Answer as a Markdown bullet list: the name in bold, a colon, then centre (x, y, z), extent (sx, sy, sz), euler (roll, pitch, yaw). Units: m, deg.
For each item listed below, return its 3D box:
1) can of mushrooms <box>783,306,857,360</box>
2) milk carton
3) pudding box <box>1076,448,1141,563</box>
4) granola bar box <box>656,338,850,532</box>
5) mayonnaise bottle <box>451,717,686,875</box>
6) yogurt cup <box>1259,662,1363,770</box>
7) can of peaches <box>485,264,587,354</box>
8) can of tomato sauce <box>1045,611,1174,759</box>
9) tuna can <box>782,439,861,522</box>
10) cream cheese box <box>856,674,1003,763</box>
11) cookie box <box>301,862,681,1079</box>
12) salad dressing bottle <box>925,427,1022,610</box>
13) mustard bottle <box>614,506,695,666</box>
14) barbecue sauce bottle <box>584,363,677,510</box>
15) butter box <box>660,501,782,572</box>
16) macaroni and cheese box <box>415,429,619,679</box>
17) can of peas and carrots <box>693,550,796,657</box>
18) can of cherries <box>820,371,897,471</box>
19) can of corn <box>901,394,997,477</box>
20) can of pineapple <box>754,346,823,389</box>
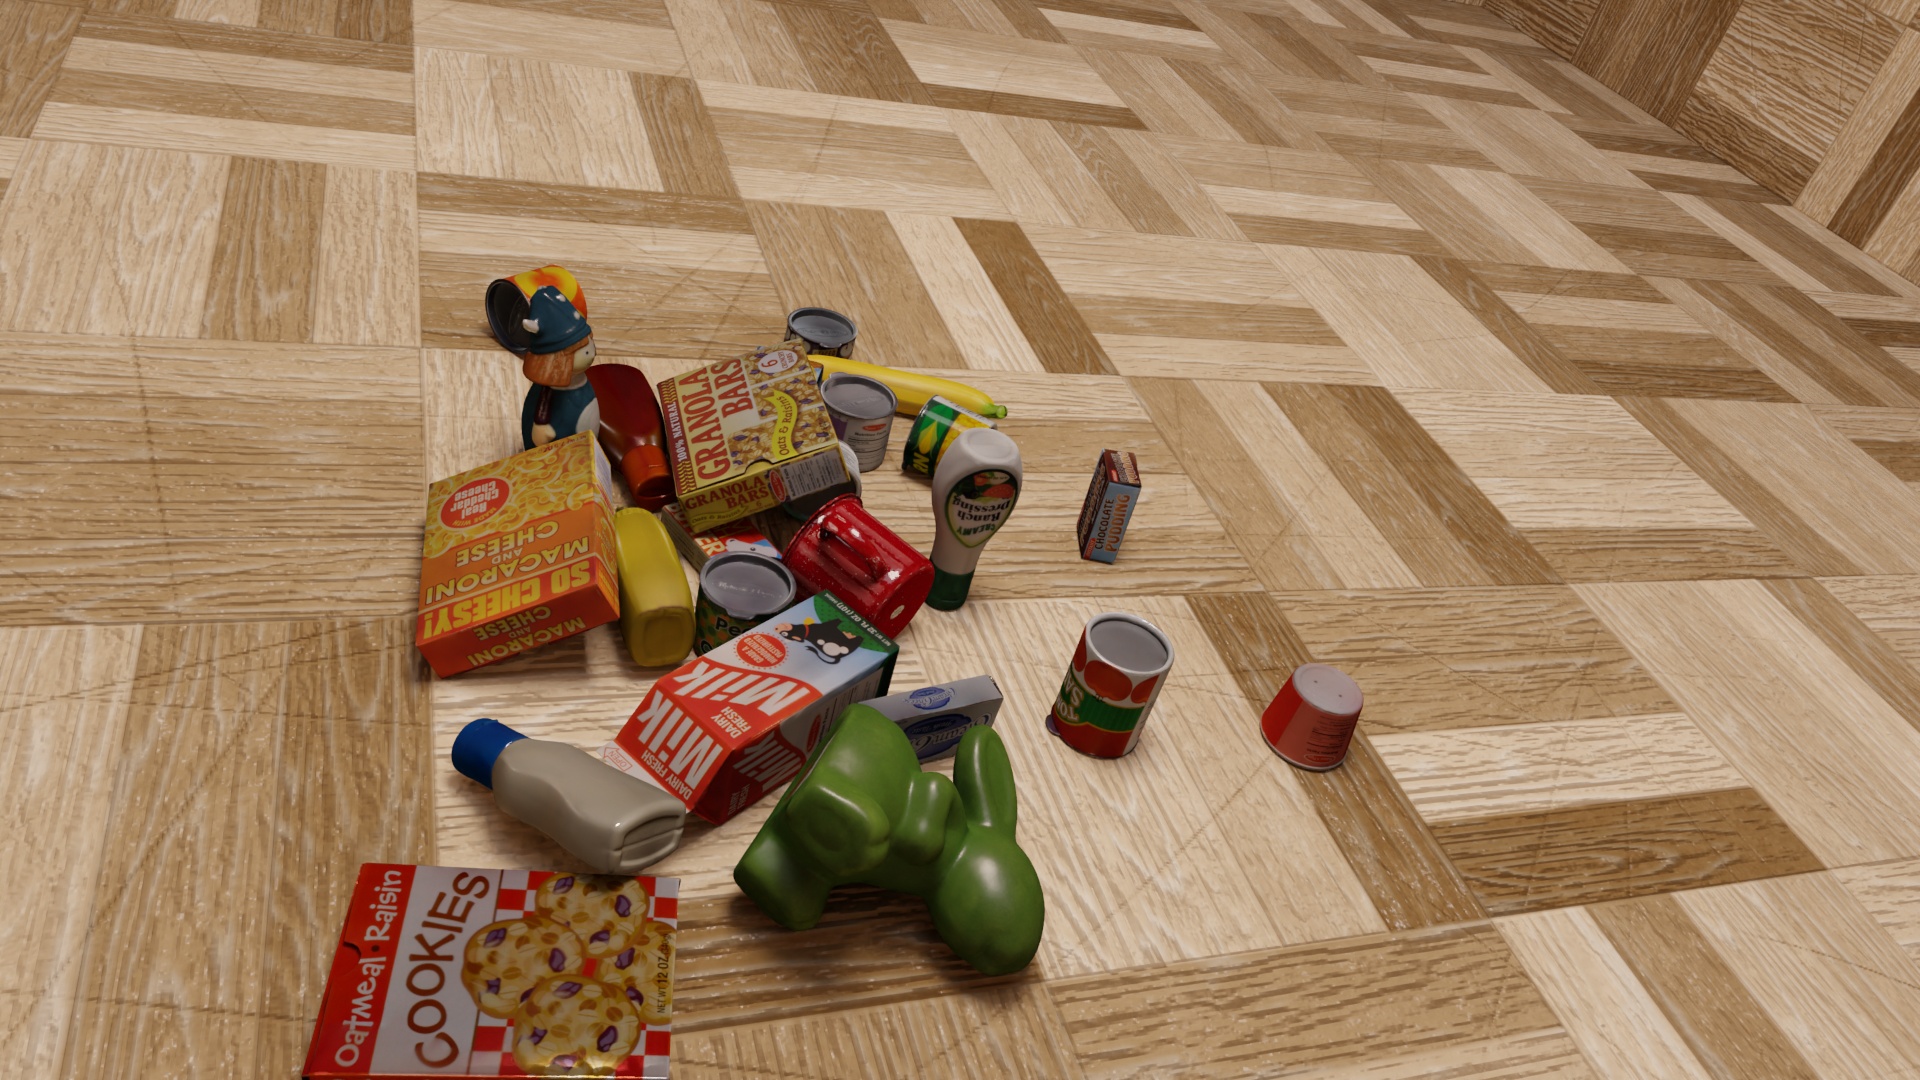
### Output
- **can of mushrooms**: centre (-0.132, -0.187, 1.303), extent (0.071, 0.033, 0.071), euler (11, 36, -8)
- **milk carton**: centre (-0.132, 0.111, 0.880), extent (0.072, 0.073, 0.191), euler (35, 40, 23)
- **pudding box**: centre (0.123, -0.029, 1.154), extent (0.030, 0.083, 0.050), euler (10, 37, -9)
- **granola bar box**: centre (-0.164, -0.086, 1.076), extent (0.124, 0.039, 0.166), euler (-19, 40, -5)
- **mayonnaise bottle**: centre (-0.231, 0.144, 0.798), extent (0.148, 0.041, 0.065), euler (18, 13, 30)
- **yogurt cup**: centre (0.263, 0.128, 1.029), extent (0.072, 0.053, 0.073), euler (10, 37, -8)
- **can of peaches**: centre (-0.364, -0.198, 1.200), extent (0.071, 0.070, 0.058), euler (33, 39, 21)
- **can of tomato sauce**: centre (0.105, 0.101, 0.977), extent (0.071, 0.082, 0.071), euler (11, 36, -8)
- **tuna can**: centre (-0.114, -0.047, 1.100), extent (0.071, 0.070, 0.033), euler (4, 39, -17)
- **cream cheese box**: centre (-0.025, 0.123, 0.922), extent (0.104, 0.053, 0.024), euler (-9, 45, -31)
- **cookie box**: centre (-0.233, 0.229, 0.713), extent (0.168, 0.040, 0.123), euler (7, 38, -14)
- **salad dressing bottle**: centre (0.004, -0.013, 1.032), extent (0.064, 0.146, 0.044), euler (1, 40, -20)
- **mustard bottle**: centre (-0.223, 0.019, 0.975), extent (0.049, 0.065, 0.161), euler (-5, 38, -21)
- **barbecue sauce bottle**: centre (-0.264, -0.084, 1.108), extent (0.065, 0.043, 0.149), euler (-7, 43, -28)
- **butter box**: centre (-0.177, 0.005, 1.042), extent (0.053, 0.024, 0.104), euler (-19, 49, -38)
- **macaroni and cheese box**: centre (-0.297, 0.006, 0.940), extent (0.124, 0.040, 0.167), euler (-19, 43, 0)
- **can of peas and carrots**: centre (-0.151, 0.051, 0.962), extent (0.071, 0.058, 0.071), euler (11, 37, -8)
- **can of cherries**: centre (-0.092, -0.102, 1.186), extent (0.071, 0.058, 0.072), euler (10, 37, -8)
- **can of corn**: centre (-0.009, -0.081, 1.187), extent (0.058, 0.070, 0.071), euler (26, 37, 11)
- **can of pineapple**: centre (-0.152, -0.128, 1.187), extent (0.058, 0.070, 0.071), euler (15, 36, -3)
